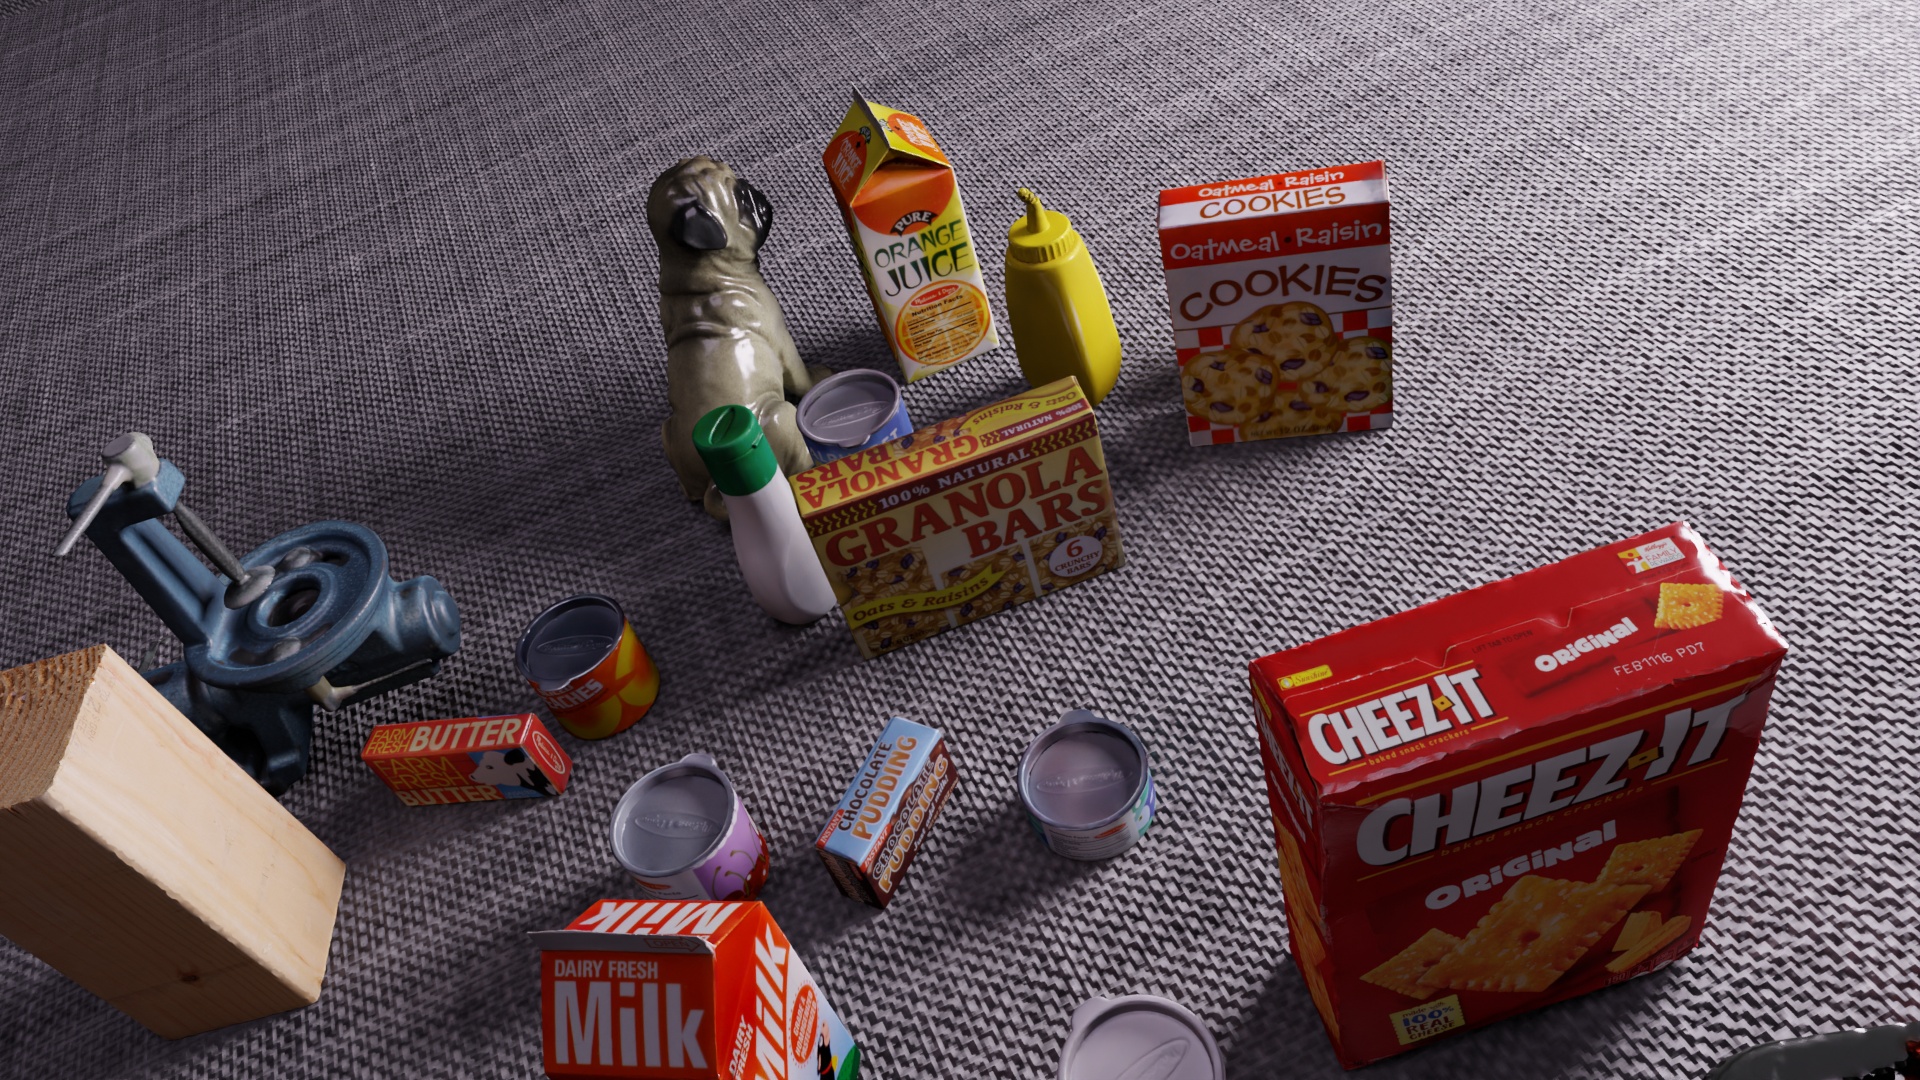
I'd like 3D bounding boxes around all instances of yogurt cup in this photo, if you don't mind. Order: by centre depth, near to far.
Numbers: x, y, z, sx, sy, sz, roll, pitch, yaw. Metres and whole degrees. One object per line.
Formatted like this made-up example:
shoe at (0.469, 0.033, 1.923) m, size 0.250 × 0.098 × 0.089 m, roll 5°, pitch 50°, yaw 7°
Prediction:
yogurt cup at (0.077, 0.231, 0.574) m, size 0.072 × 0.053 × 0.073 m, roll -9°, pitch 46°, yaw 9°

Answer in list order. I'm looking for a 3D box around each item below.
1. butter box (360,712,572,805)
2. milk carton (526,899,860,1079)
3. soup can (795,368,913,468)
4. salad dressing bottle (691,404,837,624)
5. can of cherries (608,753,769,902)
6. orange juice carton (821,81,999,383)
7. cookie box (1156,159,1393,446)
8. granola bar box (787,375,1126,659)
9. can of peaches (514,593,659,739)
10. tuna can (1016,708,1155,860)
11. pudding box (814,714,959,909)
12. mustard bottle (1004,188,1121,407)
butter box at (-0.280, 0.125, 0.788) m, size 0.103 × 0.053 × 0.024 m, roll -6°, pitch 46°, yaw 12°
milk carton at (-0.103, 0.203, 0.561) m, size 0.072 × 0.189 × 0.074 m, roll -4°, pitch 47°, yaw 14°
soup can at (-0.059, -0.053, 0.866) m, size 0.071 × 0.083 × 0.072 m, roll -9°, pitch 46°, yaw 9°
salad dressing bottle at (-0.111, -0.014, 0.800) m, size 0.044 × 0.147 × 0.064 m, roll 4°, pitch 49°, yaw 21°
can of cherries at (-0.136, 0.154, 0.711) m, size 0.071 × 0.058 × 0.072 m, roll -9°, pitch 46°, yaw 9°
orange juice carton at (-0.036, -0.208, 0.930) m, size 0.073 × 0.191 × 0.072 m, roll -22°, pitch 45°, yaw -4°
cookie box at (0.185, -0.133, 0.806) m, size 0.123 × 0.166 × 0.040 m, roll -5°, pitch 47°, yaw 14°
granola bar box at (0.003, -0.010, 0.777) m, size 0.166 × 0.123 × 0.039 m, roll -20°, pitch 45°, yaw -2°
can of peaches at (-0.217, 0.076, 0.812) m, size 0.071 × 0.057 × 0.071 m, roll -9°, pitch 46°, yaw 9°
tuna can at (0.063, 0.122, 0.697) m, size 0.071 × 0.032 × 0.071 m, roll -9°, pitch 46°, yaw 9°
pudding box at (-0.036, 0.136, 0.703) m, size 0.030 × 0.049 × 0.084 m, roll 13°, pitch 53°, yaw 28°
mustard bottle at (0.060, -0.156, 0.873) m, size 0.065 × 0.159 × 0.049 m, roll 19°, pitch 56°, yaw 31°
